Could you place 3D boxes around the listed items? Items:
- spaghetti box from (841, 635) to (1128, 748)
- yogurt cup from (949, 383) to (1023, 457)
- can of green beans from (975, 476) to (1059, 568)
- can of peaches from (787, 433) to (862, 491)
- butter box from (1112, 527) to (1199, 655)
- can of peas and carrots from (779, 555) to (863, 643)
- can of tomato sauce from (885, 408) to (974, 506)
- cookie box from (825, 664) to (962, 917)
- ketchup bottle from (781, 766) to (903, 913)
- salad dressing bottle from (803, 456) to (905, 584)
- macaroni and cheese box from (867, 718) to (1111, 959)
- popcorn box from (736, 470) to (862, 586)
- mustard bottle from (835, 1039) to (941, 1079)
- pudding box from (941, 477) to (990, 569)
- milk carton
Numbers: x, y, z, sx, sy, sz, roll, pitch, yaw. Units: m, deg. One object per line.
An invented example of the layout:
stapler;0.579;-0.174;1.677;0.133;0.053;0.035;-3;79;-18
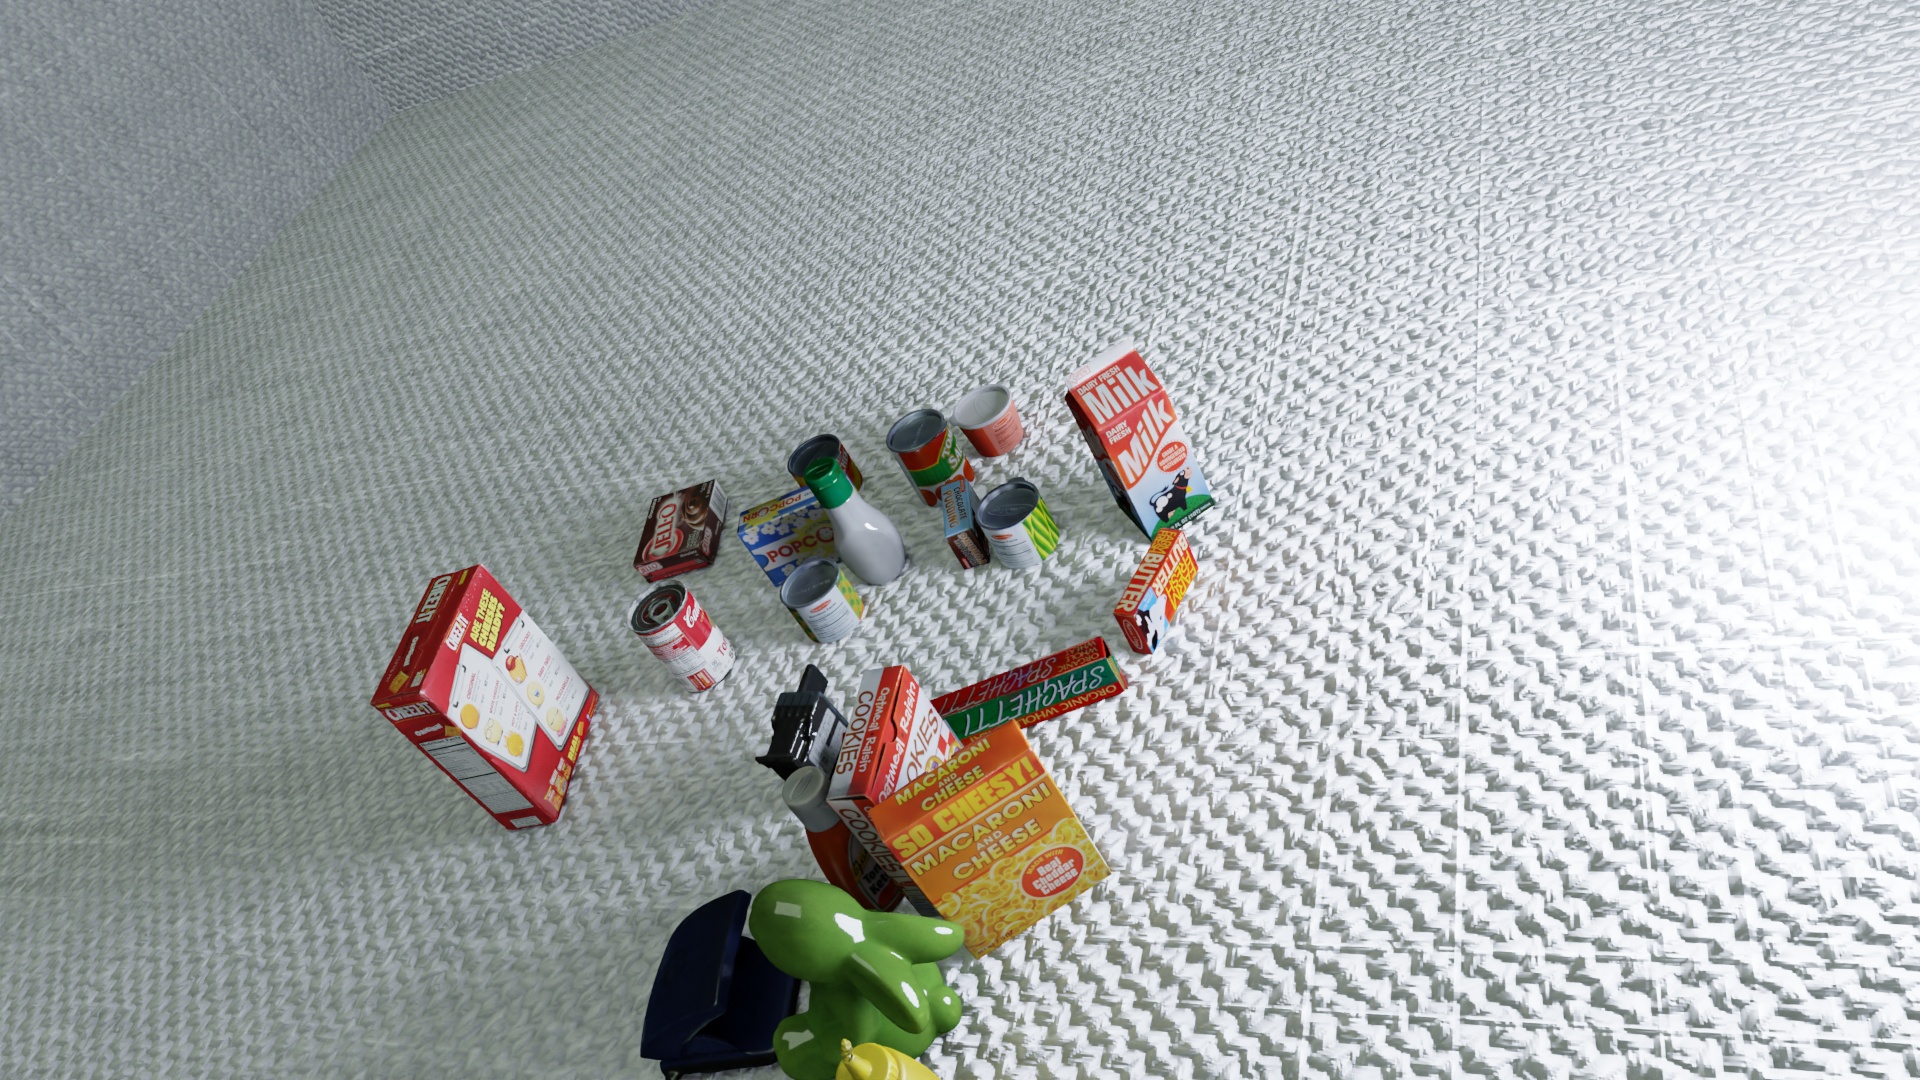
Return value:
spaghetti box;0.020;0.148;1.193;0.250;0.050;0.029;-22;39;11
yogurt cup;0.032;-0.126;1.484;0.072;0.053;0.073;-18;40;16
can of green beans;0.056;-0.015;1.344;0.071;0.057;0.071;-18;40;16
can of peaches;-0.148;-0.075;1.541;0.071;0.058;0.071;-18;40;16
butter box;0.171;0.043;1.209;0.024;0.053;0.104;7;51;38
can of peas and carrots;-0.138;0.059;1.386;0.071;0.058;0.071;-18;40;16
can of tomato sauce;-0.029;-0.087;1.457;0.071;0.082;0.071;-18;40;16
cookie box;-0.036;0.196;1.082;0.040;0.166;0.123;-10;42;24
ketchup bottle;-0.090;0.234;1.090;0.043;0.148;0.065;7;52;38
salad dressing bottle;-0.106;-0.019;1.380;0.064;0.147;0.044;-22;39;11
macaroni and cheese box;0.024;0.221;1.016;0.124;0.165;0.040;-32;38;-2
popcorn box;-0.158;-0.011;1.455;0.126;0.085;0.038;-21;39;11
mustard bottle;-0.044;0.368;0.902;0.065;0.159;0.049;-26;38;6
pudding box;0.005;-0.017;1.385;0.030;0.049;0.084;-21;39;13
milk carton;0.157;-0.095;1.259;0.072;0.189;0.074;-33;38;-3
